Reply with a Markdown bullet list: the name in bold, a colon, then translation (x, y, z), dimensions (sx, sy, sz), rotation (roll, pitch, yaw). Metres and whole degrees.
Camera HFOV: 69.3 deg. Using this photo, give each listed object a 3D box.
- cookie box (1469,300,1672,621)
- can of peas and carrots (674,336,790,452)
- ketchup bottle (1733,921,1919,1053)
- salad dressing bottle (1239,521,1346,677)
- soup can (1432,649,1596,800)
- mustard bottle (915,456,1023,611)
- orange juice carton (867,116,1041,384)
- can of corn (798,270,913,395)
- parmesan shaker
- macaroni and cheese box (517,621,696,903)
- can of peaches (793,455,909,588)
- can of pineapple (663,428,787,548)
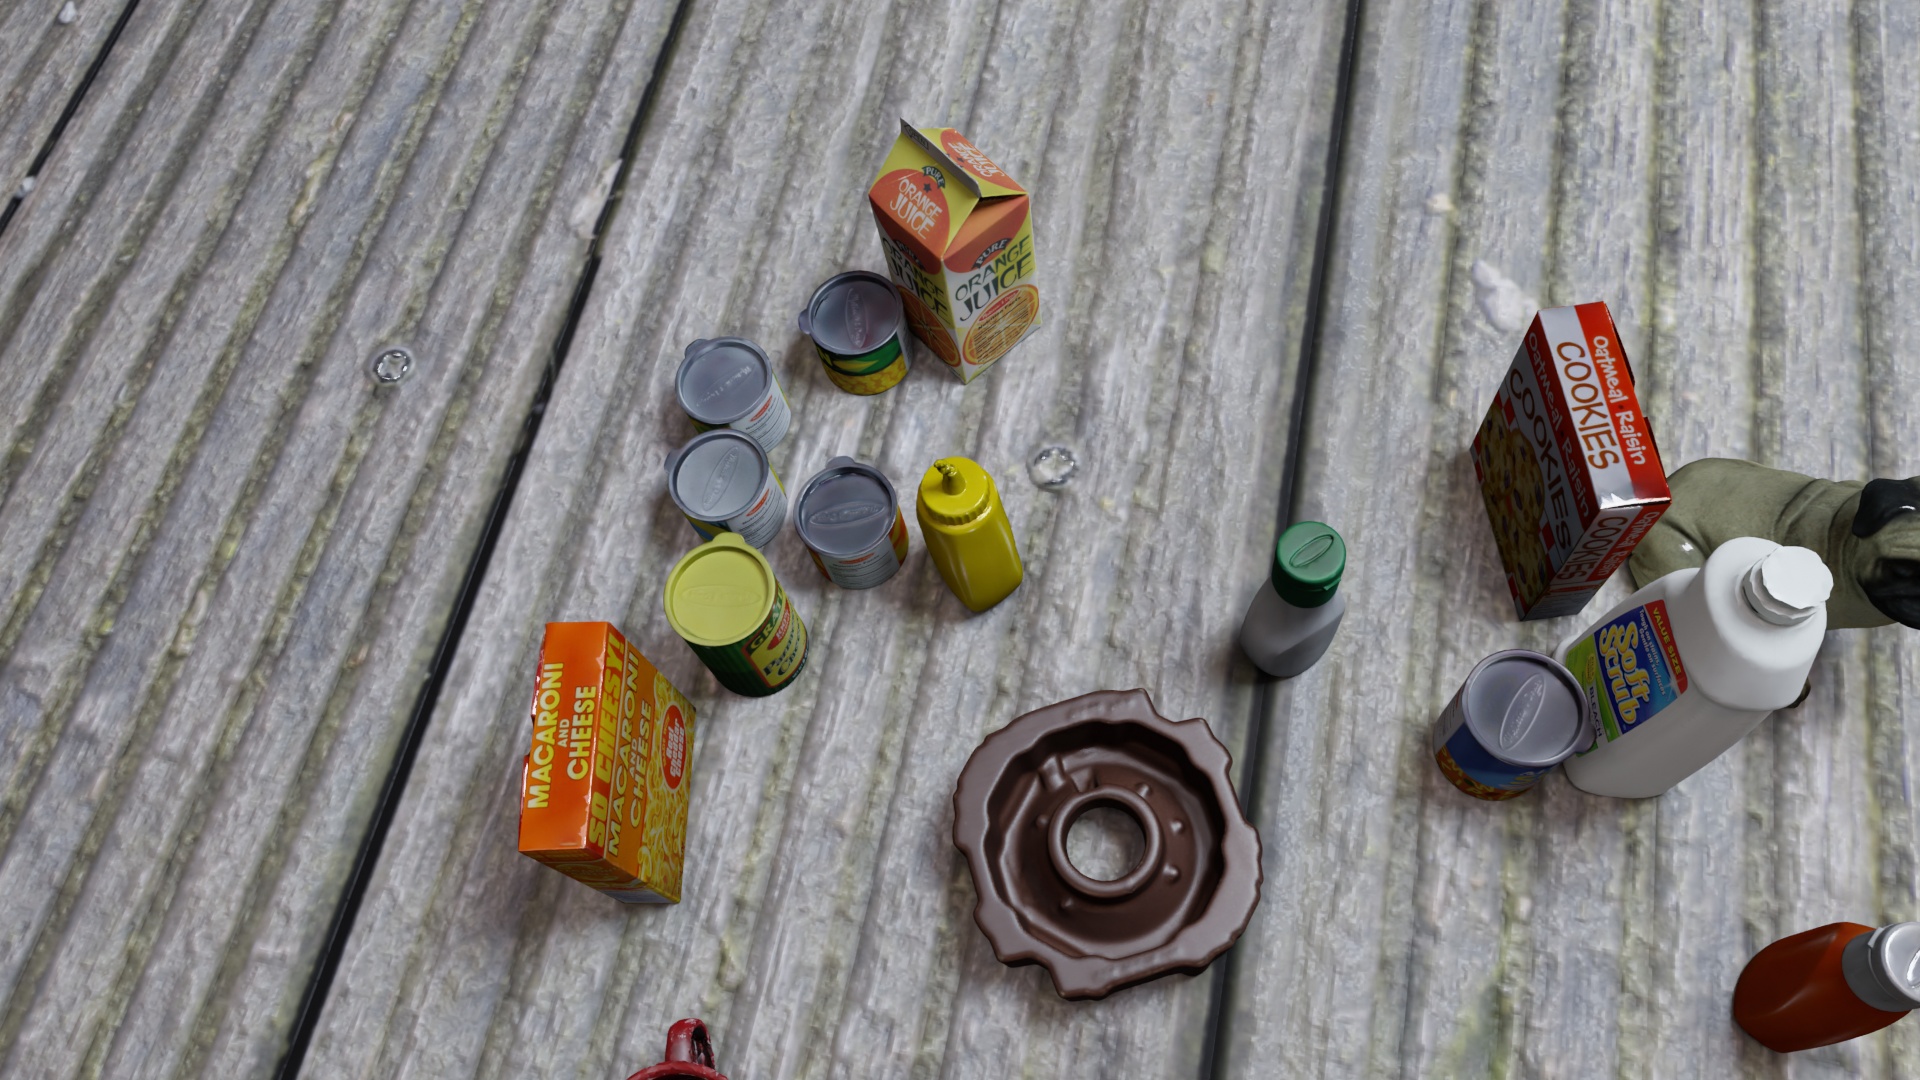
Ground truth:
- **cookie box**: translation (0.345, -0.040, 0.798), dimensions (0.040, 0.167, 0.123), rotation (-8, 66, 4)
- **can of peas and carrots**: translation (-0.155, -0.097, 0.942), dimensions (0.071, 0.058, 0.071), rotation (-3, 66, 6)
- **ketchup bottle**: translation (0.435, 0.216, 0.683), dimensions (0.043, 0.148, 0.065), rotation (38, 76, 20)
- **salad dressing bottle**: translation (0.193, 0.034, 0.793), dimensions (0.064, 0.147, 0.044), rotation (-33, 67, -8)
- **soup can**: translation (0.310, 0.107, 0.782), dimensions (0.071, 0.083, 0.071), rotation (-3, 66, 6)
- **mustard bottle**: translation (0.003, -0.010, 0.829), dimensions (0.049, 0.159, 0.065), rotation (-32, 67, -7)
- **orange juice carton**: translation (-0.002, -0.189, 0.892), dimensions (0.073, 0.192, 0.072), rotation (-40, 68, -10)
- **can of corn**: translation (-0.070, -0.141, 0.952), dimensions (0.071, 0.058, 0.071), rotation (-2, 66, 6)
- **parmesan shaker**: translation (-0.134, 0.048, 0.850), dimensions (0.071, 0.102, 0.071), rotation (-3, 66, 6)
- **macaroni and cheese box**: translation (-0.195, 0.131, 0.786), dimensions (0.040, 0.166, 0.124), rotation (-3, 66, 6)
- **can of peaches**: translation (-0.069, -0.011, 0.893), dimensions (0.071, 0.058, 0.071), rotation (-2, 66, 6)
- **can of pineapple**: translation (-0.153, -0.033, 0.913), dimensions (0.071, 0.057, 0.071), rotation (-2, 66, 6)
